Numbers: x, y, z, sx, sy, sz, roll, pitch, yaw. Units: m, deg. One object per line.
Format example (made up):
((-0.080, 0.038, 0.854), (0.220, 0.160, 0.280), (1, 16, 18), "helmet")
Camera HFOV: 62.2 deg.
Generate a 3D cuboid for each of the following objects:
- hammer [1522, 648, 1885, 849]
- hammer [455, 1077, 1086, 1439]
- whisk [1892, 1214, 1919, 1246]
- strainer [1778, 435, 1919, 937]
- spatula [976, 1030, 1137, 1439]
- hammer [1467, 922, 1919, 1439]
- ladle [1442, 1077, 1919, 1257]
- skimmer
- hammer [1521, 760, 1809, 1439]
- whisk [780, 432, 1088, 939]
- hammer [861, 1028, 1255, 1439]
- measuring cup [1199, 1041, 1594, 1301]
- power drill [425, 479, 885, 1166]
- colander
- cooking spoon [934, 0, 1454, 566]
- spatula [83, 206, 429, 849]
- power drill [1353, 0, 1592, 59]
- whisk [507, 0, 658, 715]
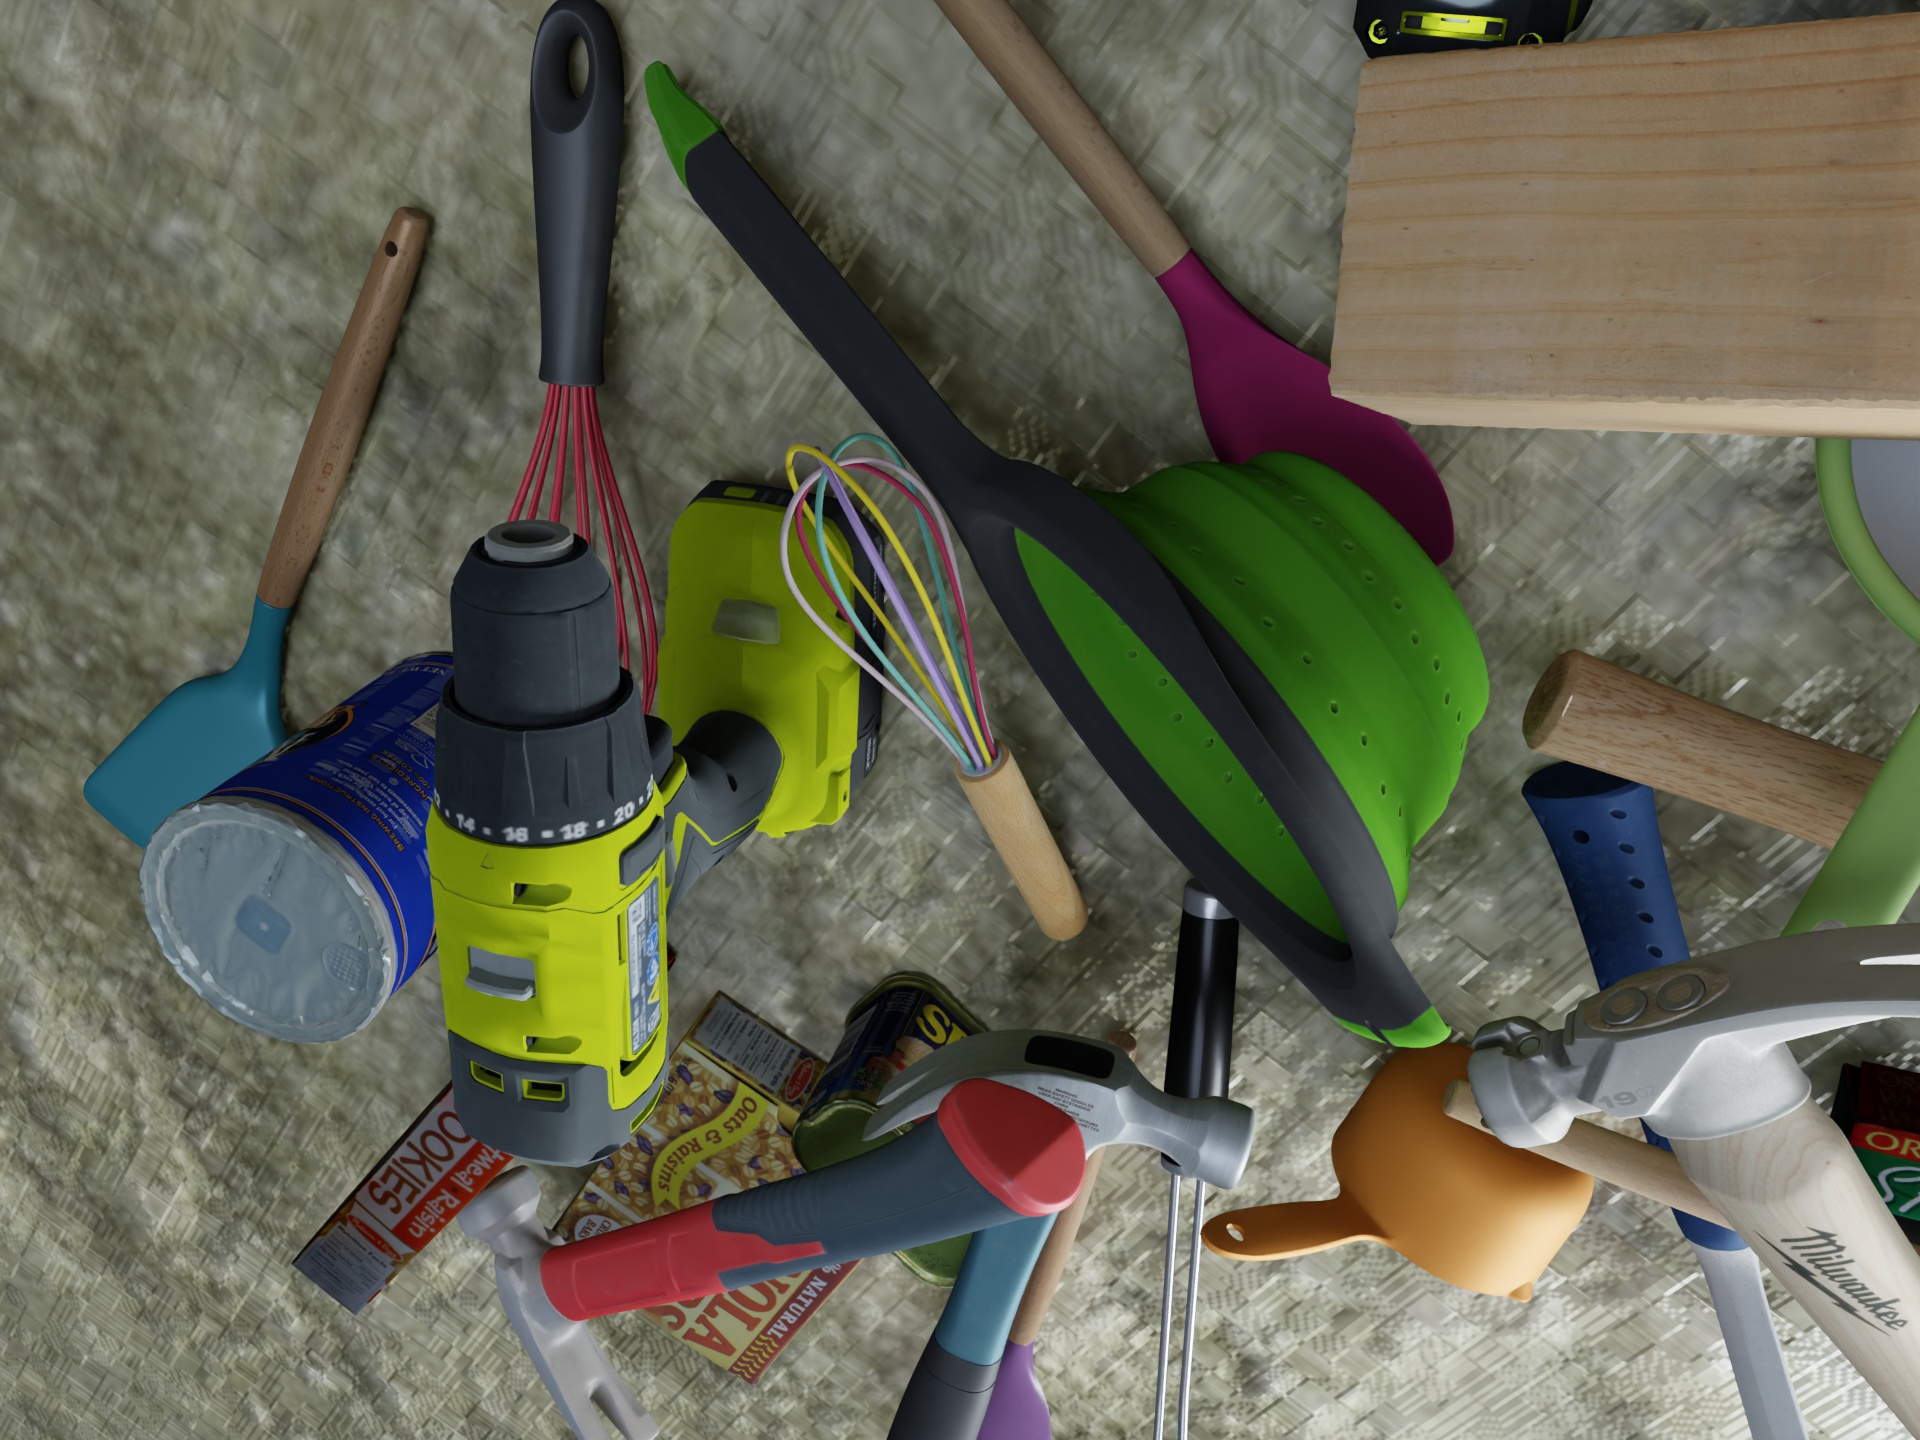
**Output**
((0.343, 0.045, 0.504), (0.331, 0.031, 0.130), (20, 117, 1), "hammer")
((-0.080, 0.213, 0.609), (0.386, 0.038, 0.143), (-31, 87, 46), "hammer")
((0.421, 0.201, 0.564), (0.239, 0.055, 0.055), (6, 117, 18), "whisk")
((0.302, -0.031, 0.452), (0.152, 0.069, 0.256), (30, 109, 25), "strainer")
((0.035, 0.264, 0.727), (0.060, 0.018, 0.315), (16, 120, 4), "spatula")
((0.329, 0.226, 0.495), (0.146, 0.038, 0.410), (-26, 111, 39), "hammer")
((0.313, 0.187, 0.519), (0.320, 0.062, 0.078), (20, 114, 3), "ladle")
((0.091, 0.229, 0.686), (0.127, 0.090, 0.363), (3, 106, 3), "skimmer")
((0.291, 0.200, 0.590), (0.144, 0.035, 0.405), (-6, 112, 47), "hammer")
((-0.002, -0.003, 0.562), (0.047, 0.051, 0.244), (-1, 137, 28), "whisk")
((0.001, 0.254, 0.626), (0.128, 0.033, 0.330), (20, 119, 6), "hammer")
((0.156, 0.158, 0.565), (0.095, 0.173, 0.052), (50, 123, 42), "measuring cup")
((-0.095, 0.003, 0.520), (0.080, 0.229, 0.190), (10, 117, 12), "power drill")
((0.046, -0.080, 0.514), (0.094, 0.204, 0.397), (-38, 83, -6), "colander")
((0.051, -0.164, 0.497), (0.318, 0.017, 0.069), (48, 146, -15), "cooking spoon")
((-0.279, -0.066, 0.650), (0.082, 0.044, 0.317), (35, 119, 3), "spatula")
((0.223, -0.247, 0.393), (0.223, 0.080, 0.171), (11, 118, 15), "power drill")
((-0.144, -0.106, 0.585), (0.073, 0.073, 0.295), (11, 111, 12), "whisk")
